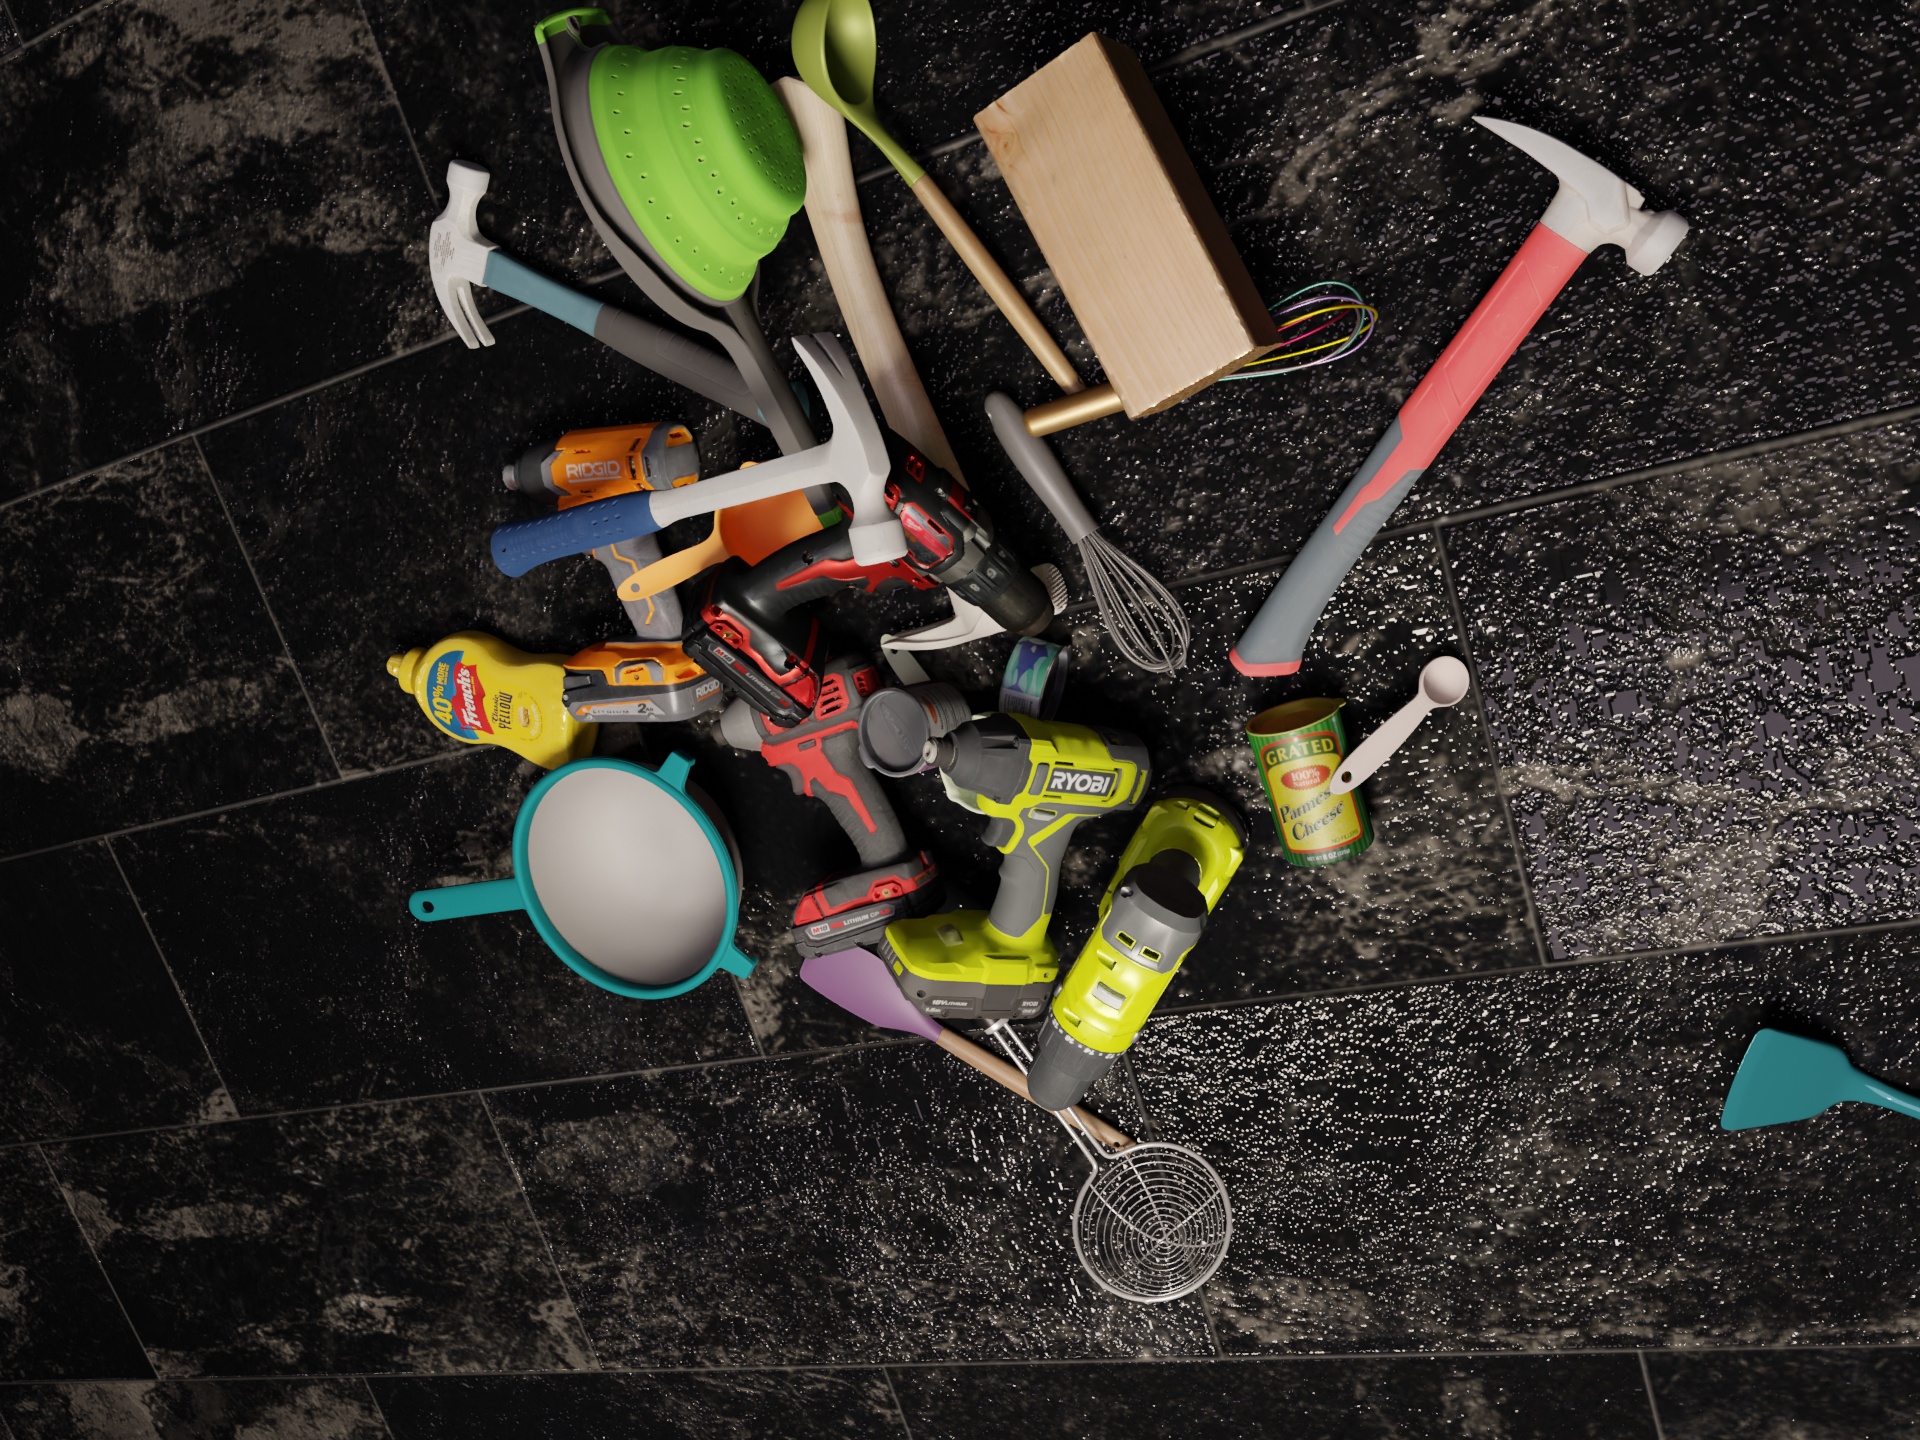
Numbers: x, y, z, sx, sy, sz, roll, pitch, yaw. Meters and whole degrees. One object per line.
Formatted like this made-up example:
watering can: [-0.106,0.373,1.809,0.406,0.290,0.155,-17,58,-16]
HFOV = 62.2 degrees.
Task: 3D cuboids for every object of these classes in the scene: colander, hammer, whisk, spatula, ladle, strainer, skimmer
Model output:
colander: [-0.131,-0.301,1.070,0.094,0.205,0.396,-18,113,23]
hammer: [0.280,-0.190,1.031,0.143,0.038,0.386,36,118,6]
whisk: [0.088,-0.132,1.124,0.055,0.055,0.239,-34,92,28]
spatula: [0.677,0.277,1.054,0.317,0.044,0.082,16,111,14]
ladle: [-0.003,-0.349,1.071,0.062,0.078,0.320,-31,103,38]
whisk: [0.153,-0.234,1.053,0.245,0.047,0.051,-14,103,23]
hammer: [-0.200,-0.153,1.090,0.405,0.035,0.144,-6,101,42]
strainer: [-0.316,0.127,1.354,0.340,0.095,0.211,-10,103,26]
hammer: [-0.259,-0.297,1.200,0.331,0.033,0.128,27,116,9]
skimmer: [0.070,0.289,1.256,0.127,0.090,0.363,-37,86,-8]
hammer: [-0.058,-0.249,1.140,0.146,0.038,0.410,-15,103,27]
spatula: [0.006,0.273,1.327,0.316,0.018,0.059,30,111,9]

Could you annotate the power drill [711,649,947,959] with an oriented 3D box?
power drill: [-0.106,0.066,1.247,0.143,0.078,0.219,-17,93,21]

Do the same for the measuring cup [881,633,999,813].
measuring cup: [-0.002,-0.004,1.220,0.168,0.038,0.083,52,122,15]

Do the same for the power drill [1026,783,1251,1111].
power drill: [0.122,0.155,1.115,0.080,0.228,0.190,30,118,8]

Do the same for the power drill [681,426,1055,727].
power drill: [-0.064,-0.085,1.121,0.226,0.080,0.187,-32,123,30]

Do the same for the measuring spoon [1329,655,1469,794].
measuring spoon: [0.295,0.004,1.085,0.124,0.018,0.034,-45,101,1]

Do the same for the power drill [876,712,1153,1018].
power drill: [0.027,0.102,1.150,0.171,0.080,0.223,6,114,-29]

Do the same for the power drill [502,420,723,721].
power drill: [-0.276,-0.117,1.253,0.164,0.084,0.226,0,106,22]

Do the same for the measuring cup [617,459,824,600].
measuring cup: [-0.175,-0.134,1.192,0.173,0.052,0.095,-24,104,5]
